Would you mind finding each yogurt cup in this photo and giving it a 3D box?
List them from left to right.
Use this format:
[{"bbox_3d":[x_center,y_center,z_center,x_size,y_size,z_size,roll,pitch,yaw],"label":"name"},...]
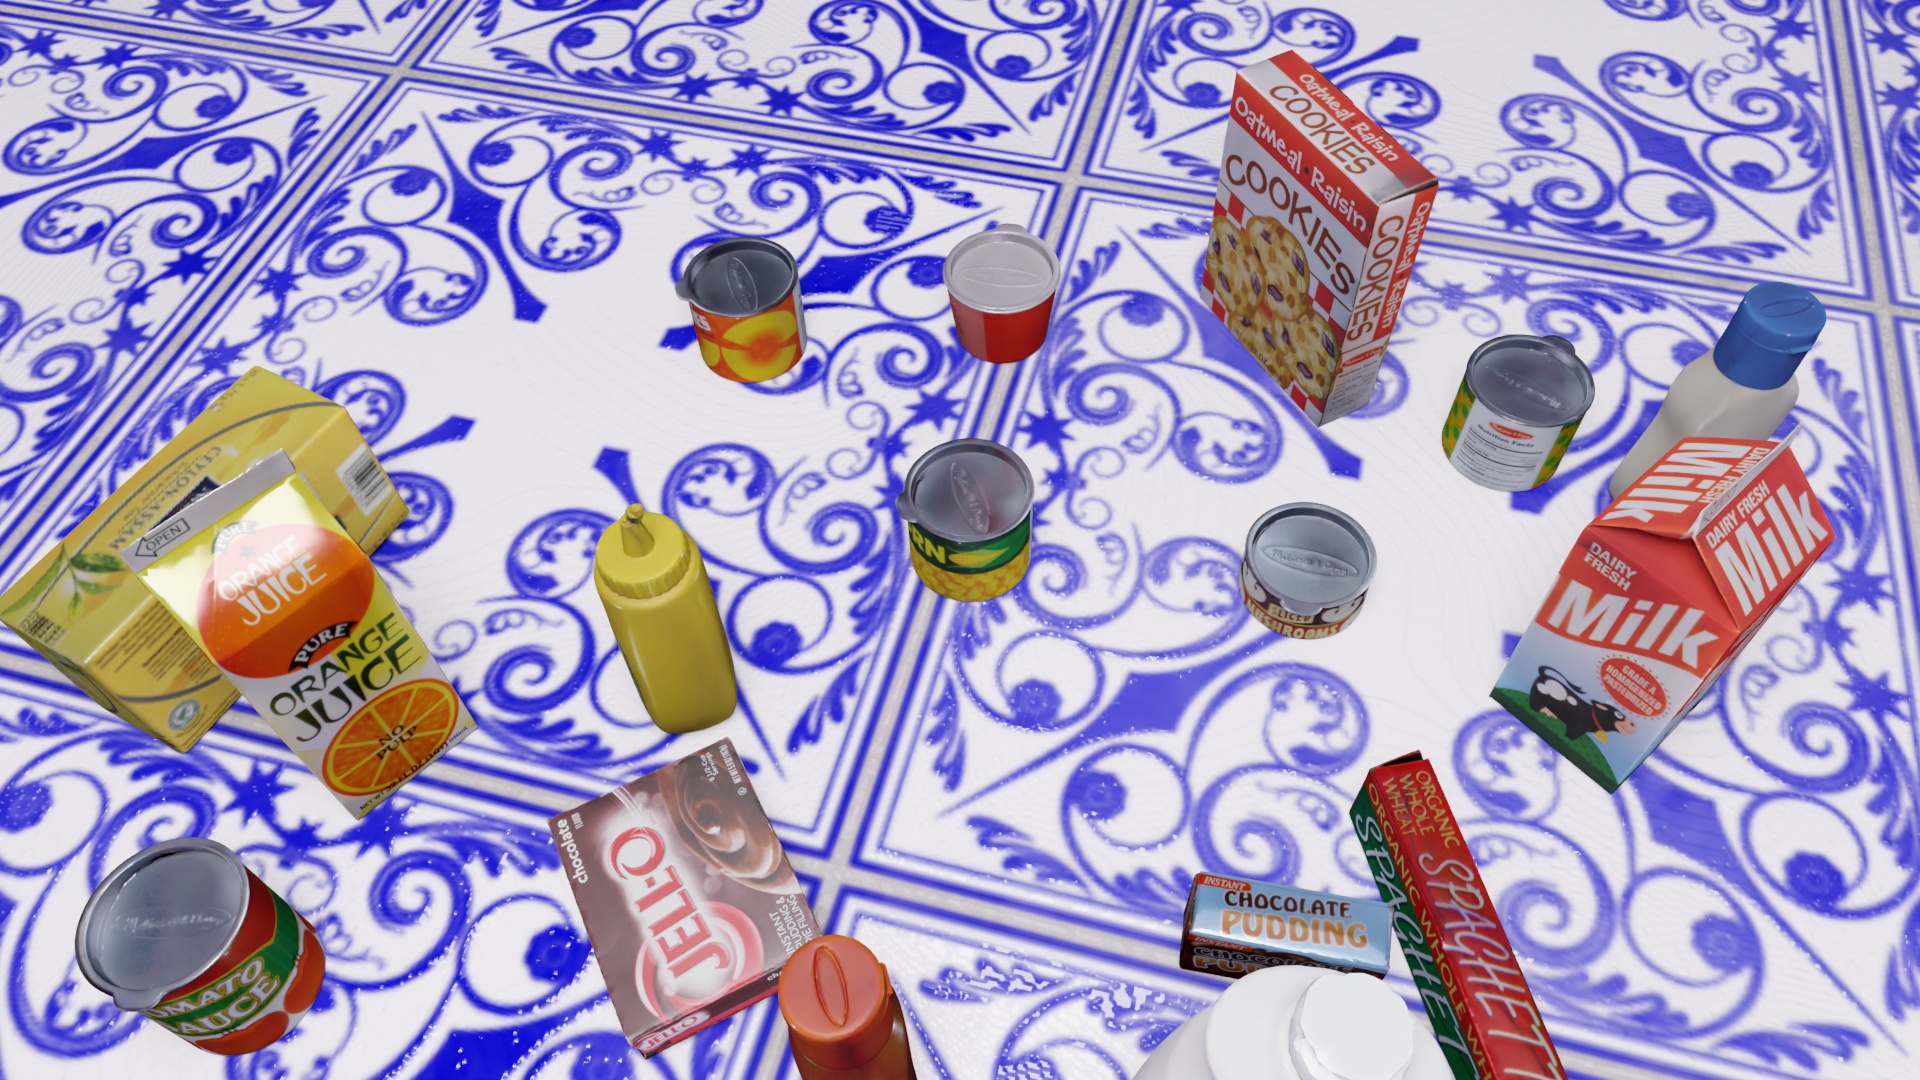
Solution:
[{"bbox_3d":[0.024,-0.142,0.822,0.072,0.053,0.073,-1,54,1],"label":"yogurt cup"}]

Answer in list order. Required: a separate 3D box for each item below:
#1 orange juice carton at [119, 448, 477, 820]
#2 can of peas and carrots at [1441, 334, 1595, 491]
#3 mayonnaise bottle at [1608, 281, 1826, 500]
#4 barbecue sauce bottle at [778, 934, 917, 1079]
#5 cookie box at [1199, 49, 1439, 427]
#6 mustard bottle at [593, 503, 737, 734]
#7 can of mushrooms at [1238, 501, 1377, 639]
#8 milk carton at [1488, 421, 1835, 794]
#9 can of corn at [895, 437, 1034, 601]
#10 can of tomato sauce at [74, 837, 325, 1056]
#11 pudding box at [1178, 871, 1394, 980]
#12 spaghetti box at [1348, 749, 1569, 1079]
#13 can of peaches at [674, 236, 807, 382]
[{"bbox_3d":[-0.291,0.039,0.614,0.073,0.191,0.072,38,63,25],"label":"orange juice carton"},{"bbox_3d":[0.304,-0.071,0.759,0.071,0.058,0.071,-1,54,1],"label":"can of peas and carrots"},{"bbox_3d":[0.382,-0.065,0.698,0.065,0.147,0.041,-13,55,-7],"label":"mayonnaise bottle"},{"bbox_3d":[-0.041,0.191,0.524,0.044,0.147,0.065,-14,55,-8],"label":"barbecue sauce bottle"},{"bbox_3d":[0.190,-0.163,0.762,0.040,0.166,0.123,-24,57,-15],"label":"cookie box"},{"bbox_3d":[-0.137,0.030,0.636,0.049,0.159,0.065,-17,56,-10],"label":"mustard bottle"},{"bbox_3d":[0.177,0.017,0.714,0.071,0.033,0.071,-1,54,1],"label":"can of mushrooms"},{"bbox_3d":[0.307,0.026,0.608,0.072,0.189,0.073,-35,61,-21],"label":"milk carton"},{"bbox_3d":[0.003,-0.009,0.723,0.071,0.058,0.071,-1,54,1],"label":"can of corn"},{"bbox_3d":[-0.315,0.174,0.584,0.071,0.082,0.071,-1,54,1],"label":"can of tomato sauce"},{"bbox_3d":[0.138,0.170,0.595,0.084,0.049,0.030,9,55,8],"label":"pudding box"},{"bbox_3d":[0.219,0.208,0.565,0.029,0.050,0.251,-10,54,-5],"label":"spaghetti box"},{"bbox_3d":[-0.128,-0.135,0.818,0.071,0.057,0.071,-1,54,1],"label":"can of peaches"}]
